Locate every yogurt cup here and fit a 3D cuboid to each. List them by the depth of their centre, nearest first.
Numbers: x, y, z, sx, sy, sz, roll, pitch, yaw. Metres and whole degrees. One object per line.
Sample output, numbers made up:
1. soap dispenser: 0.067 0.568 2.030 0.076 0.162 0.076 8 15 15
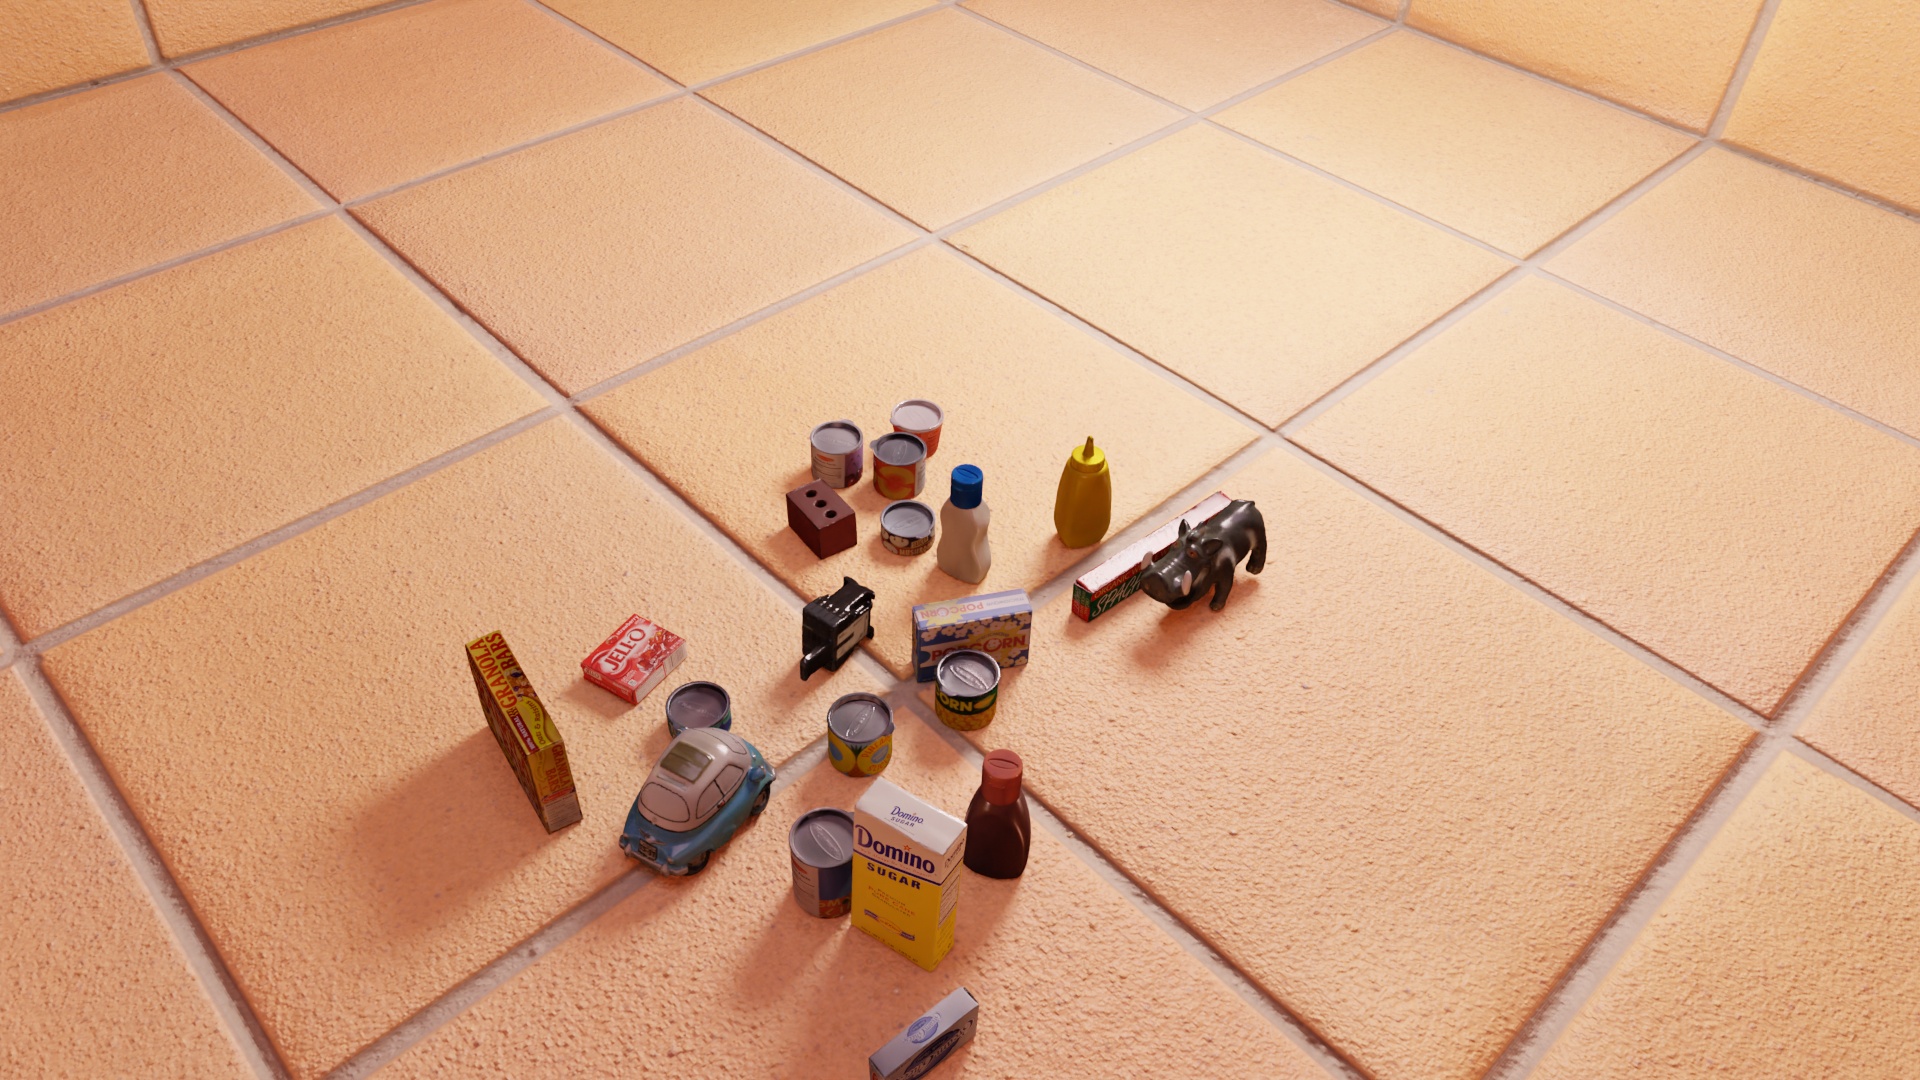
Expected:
1. yogurt cup: -0.055 -0.141 1.775 0.072 0.053 0.073 2 42 -1

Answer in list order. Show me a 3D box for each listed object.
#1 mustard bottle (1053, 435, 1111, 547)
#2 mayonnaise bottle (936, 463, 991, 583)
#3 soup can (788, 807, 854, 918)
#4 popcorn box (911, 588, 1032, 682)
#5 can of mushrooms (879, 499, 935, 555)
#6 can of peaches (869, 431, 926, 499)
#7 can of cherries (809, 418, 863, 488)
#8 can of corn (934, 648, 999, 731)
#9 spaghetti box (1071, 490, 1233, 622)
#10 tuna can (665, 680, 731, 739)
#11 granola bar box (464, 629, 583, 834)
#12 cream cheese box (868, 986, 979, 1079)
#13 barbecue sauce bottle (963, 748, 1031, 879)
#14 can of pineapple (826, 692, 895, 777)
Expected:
1. mustard bottle: 0.146 -0.063 1.623 0.065 0.159 0.049 -14 45 -17
2. mayonnaise bottle: 0.006 -0.020 1.577 0.065 0.147 0.041 24 47 22
3. soup can: -0.120 0.295 1.274 0.071 0.083 0.072 2 42 -1
4. popcorn box: 0.012 0.102 1.490 0.127 0.084 0.038 -9 44 -12
5. can of mushrooms: -0.061 -0.014 1.651 0.071 0.033 0.071 2 42 -1
6. can of peaches: -0.078 -0.092 1.718 0.071 0.057 0.071 2 42 -1
7. can of cherries: -0.152 -0.108 1.731 0.071 0.058 0.072 2 42 -1
8. can of corn: 0.005 0.158 1.449 0.071 0.058 0.071 2 42 -1
9. spaghetti box: 0.227 0.017 1.621 0.251 0.049 0.029 -30 52 -31
10. tuna can: -0.270 0.181 1.427 0.071 0.032 0.071 2 42 -1
11. granola bar box: -0.424 0.185 1.347 0.039 0.123 0.166 -23 49 -26
12. cream cheese box: -0.031 0.423 1.162 0.104 0.053 0.024 -29 51 -30
13. barbecue sauce bottle: 0.035 0.253 1.281 0.065 0.147 0.044 11 43 9
14. can of pineapple: -0.100 0.197 1.401 0.071 0.057 0.071 2 42 -1
